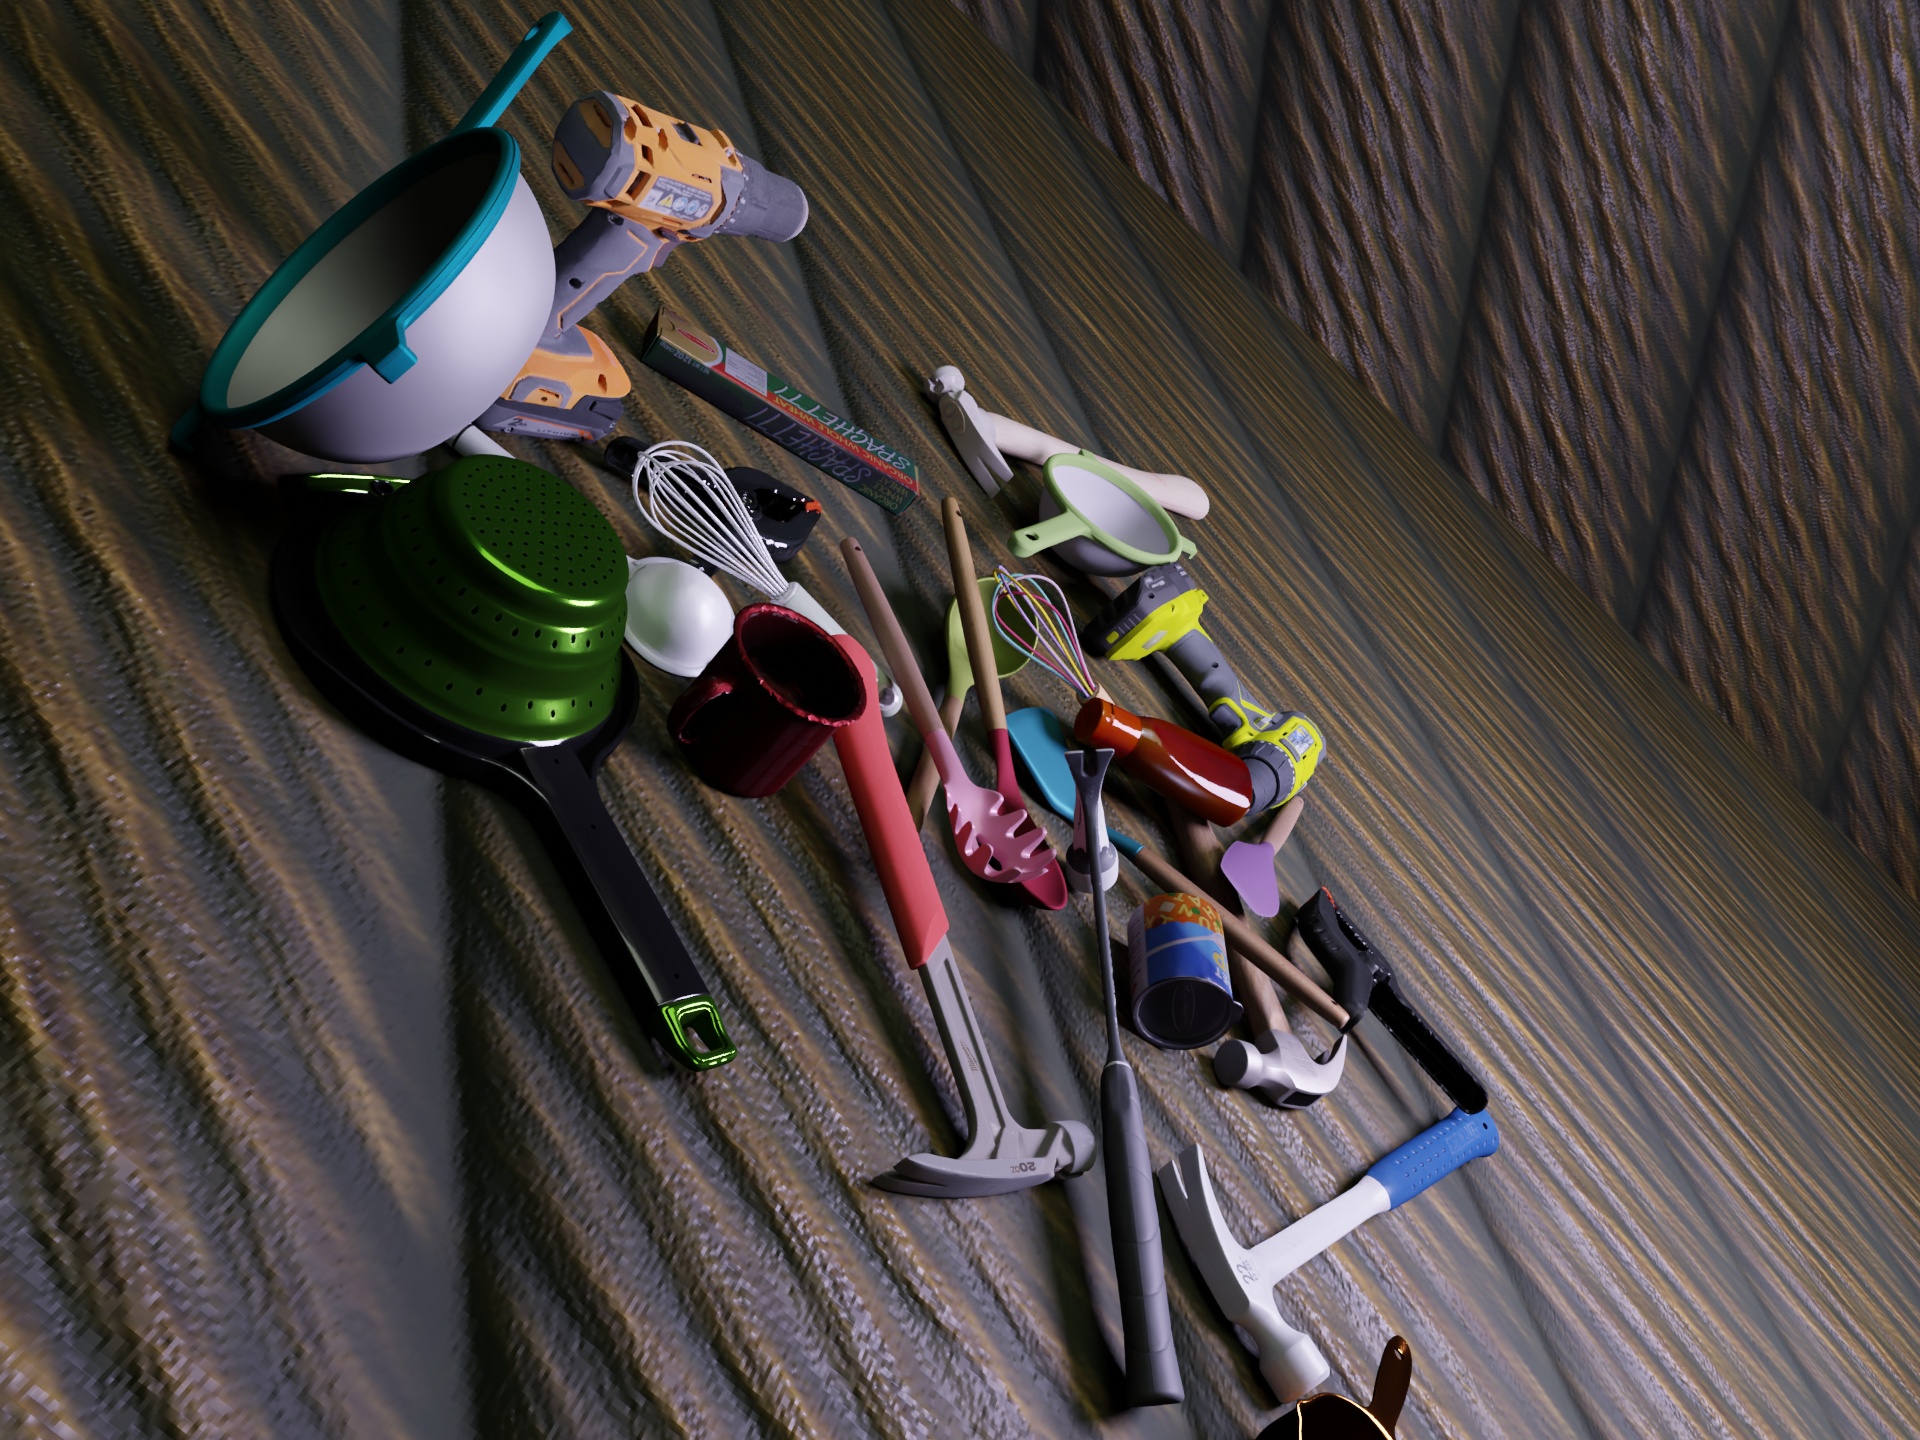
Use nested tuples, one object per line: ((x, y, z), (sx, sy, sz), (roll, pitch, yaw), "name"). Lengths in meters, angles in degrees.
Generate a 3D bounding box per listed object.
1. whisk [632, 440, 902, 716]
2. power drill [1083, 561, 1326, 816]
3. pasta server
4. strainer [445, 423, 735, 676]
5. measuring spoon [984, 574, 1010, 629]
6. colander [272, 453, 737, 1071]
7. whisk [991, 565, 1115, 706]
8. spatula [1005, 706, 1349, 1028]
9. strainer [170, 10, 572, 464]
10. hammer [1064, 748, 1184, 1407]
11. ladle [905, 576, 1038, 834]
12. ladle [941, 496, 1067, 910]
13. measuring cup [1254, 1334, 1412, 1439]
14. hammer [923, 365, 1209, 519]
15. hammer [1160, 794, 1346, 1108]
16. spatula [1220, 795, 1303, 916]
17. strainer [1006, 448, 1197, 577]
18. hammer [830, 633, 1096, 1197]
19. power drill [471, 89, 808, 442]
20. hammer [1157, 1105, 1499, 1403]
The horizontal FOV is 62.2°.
((-0.121, -0.087, 1.037), (0.246, 0.058, 0.059), (46, -11, -25), "whisk")
((0.215, -0.021, 1.383), (0.228, 0.080, 0.190), (51, 28, 7), "power drill")
((-0.022, -0.015, 1.051), (0.060, 0.040, 0.317), (8, 44, -38), "pasta server")
((-0.225, -0.112, 0.980), (0.258, 0.050, 0.087), (38, 43, -4), "strainer")
((0.026, -0.096, 1.308), (0.042, 0.021, 0.129), (40, 20, -5), "measuring spoon")
((-0.201, -0.009, 0.814), (0.204, 0.094, 0.397), (-4, 54, -54), "colander")
((0.088, -0.032, 1.199), (0.244, 0.047, 0.051), (49, 52, -41), "whisk")
((0.152, 0.104, 1.135), (0.318, 0.044, 0.082), (39, 21, 19), "spatula")
((-0.269, -0.256, 0.871), (0.095, 0.211, 0.341), (50, 47, -38), "strainer")
((0.091, 0.192, 0.927), (0.036, 0.149, 0.409), (-5, 46, 2), "hammer")
((-0.002, -0.004, 1.105), (0.078, 0.062, 0.320), (46, 30, -17), "ladle")
((0.020, -0.016, 1.094), (0.069, 0.031, 0.316), (20, 52, -53), "ladle")
((0.207, 0.391, 0.856), (0.095, 0.052, 0.173), (49, 27, 8), "measuring cup")
((0.135, -0.252, 1.625), (0.410, 0.038, 0.146), (8, 46, -47), "hammer")
((0.200, 0.143, 1.193), (0.130, 0.031, 0.332), (23, 35, -33), "hammer")
((0.252, 0.101, 1.287), (0.060, 0.018, 0.316), (53, 21, 4), "spatula")
((0.099, -0.162, 1.430), (0.151, 0.069, 0.256), (44, 33, 13), "strainer")
((-0.036, 0.099, 0.921), (0.149, 0.036, 0.359), (13, 46, -44), "hammer")
((-0.213, -0.284, 1.022), (0.185, 0.226, 0.084), (-4, 54, -54), "power drill")
((0.268, 0.311, 1.054), (0.405, 0.035, 0.144), (-2, 53, -53), "hammer")
